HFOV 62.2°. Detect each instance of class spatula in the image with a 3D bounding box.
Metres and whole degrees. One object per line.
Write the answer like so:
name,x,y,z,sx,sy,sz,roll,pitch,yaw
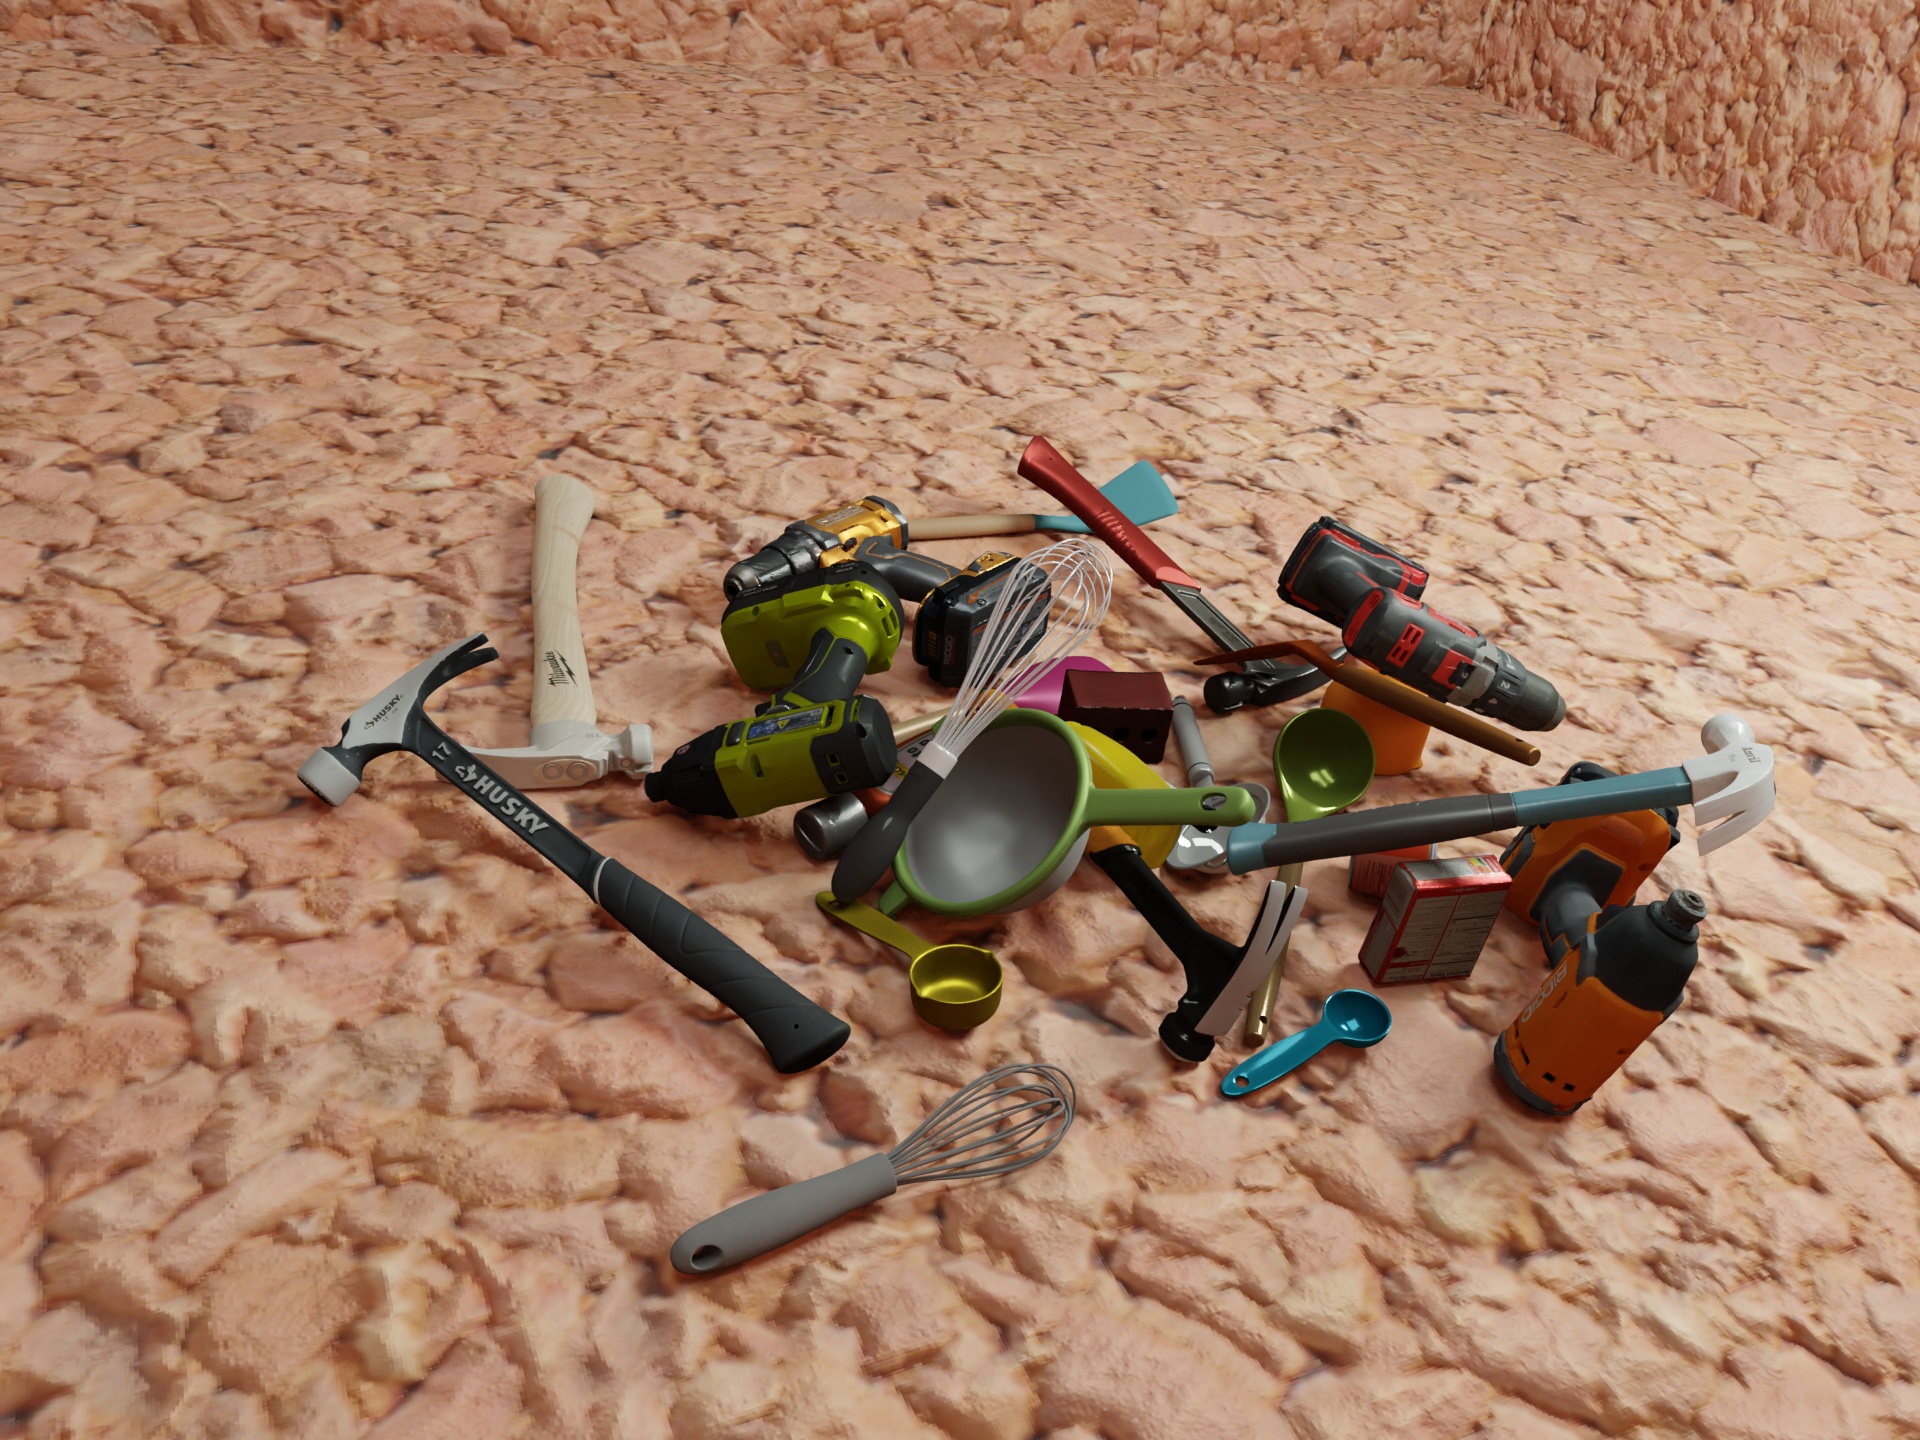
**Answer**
spatula,0.044,-0.192,1.470,0.317,0.044,0.082,-7,48,-20
spatula,0.289,-0.018,1.138,0.081,0.041,0.323,-6,21,-26

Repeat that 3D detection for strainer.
strainer,0.181,0.046,1.167,0.087,0.050,0.259,-33,26,16
strainer,0.075,0.068,1.012,0.256,0.069,0.152,-4,57,34

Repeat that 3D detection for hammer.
hammer,-0.325,-0.084,1.239,0.146,0.038,0.411,-2,36,-14
hammer,0.333,0.058,0.998,0.331,0.033,0.128,-10,20,16
hammer,0.094,0.068,1.055,0.034,0.127,0.337,15,23,-37
hammer,-0.230,0.086,0.986,0.409,0.036,0.149,32,70,23
hammer,0.174,-0.141,1.397,0.149,0.036,0.359,-17,50,-32

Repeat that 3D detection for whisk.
whisk,0.003,-0.001,1.031,0.070,0.070,0.284,34,85,31
whisk,-0.041,0.237,0.840,0.239,0.055,0.055,-16,42,-26

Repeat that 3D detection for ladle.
ladle,0.232,0.100,1.091,0.078,0.062,0.320,31,39,-3

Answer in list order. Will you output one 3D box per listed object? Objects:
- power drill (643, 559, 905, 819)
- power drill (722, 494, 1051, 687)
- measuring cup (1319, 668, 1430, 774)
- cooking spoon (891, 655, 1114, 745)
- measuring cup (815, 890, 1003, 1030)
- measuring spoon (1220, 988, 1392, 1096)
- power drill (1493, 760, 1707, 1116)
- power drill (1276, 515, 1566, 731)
power drill,-0.124,-0.018,1.127,0.171,0.080,0.223,-12,32,13
power drill,-0.064,-0.106,1.295,0.226,0.084,0.185,28,39,31
measuring cup,0.351,-0.022,1.290,0.095,0.052,0.174,26,40,22
cooking spoon,-0.002,-0.004,1.214,0.319,0.017,0.069,-19,43,-35
measuring cup,-0.037,0.147,0.994,0.062,0.029,0.157,-25,36,-38
measuring spoon,0.210,0.204,0.975,0.128,0.021,0.042,-22,45,-24
power drill,0.406,0.121,1.005,0.084,0.164,0.227,27,34,2
power drill,0.364,-0.071,1.265,0.187,0.080,0.227,24,17,-17
